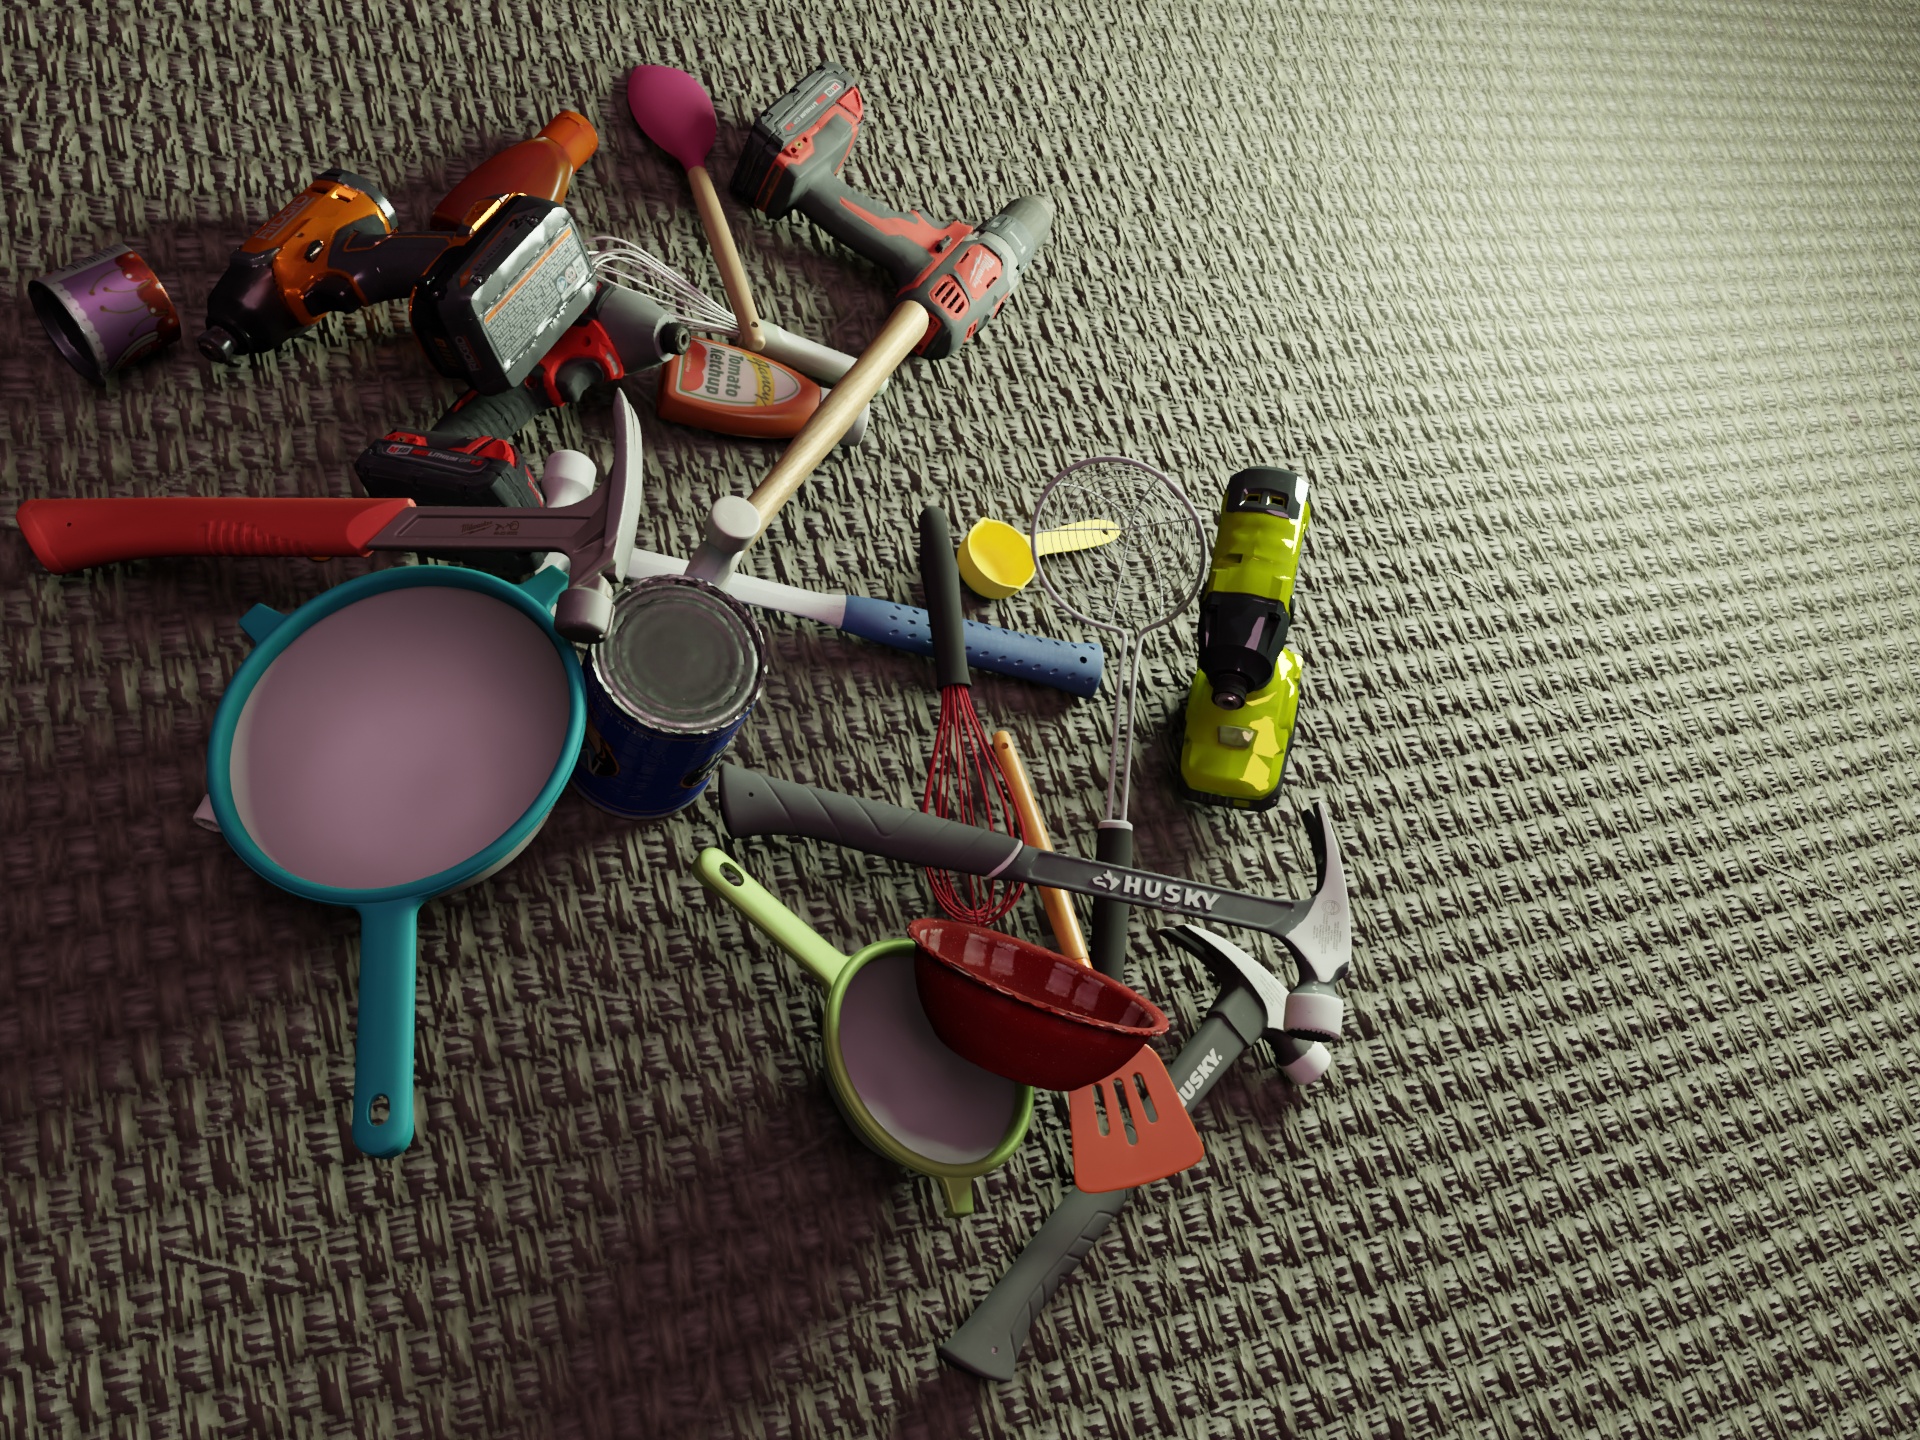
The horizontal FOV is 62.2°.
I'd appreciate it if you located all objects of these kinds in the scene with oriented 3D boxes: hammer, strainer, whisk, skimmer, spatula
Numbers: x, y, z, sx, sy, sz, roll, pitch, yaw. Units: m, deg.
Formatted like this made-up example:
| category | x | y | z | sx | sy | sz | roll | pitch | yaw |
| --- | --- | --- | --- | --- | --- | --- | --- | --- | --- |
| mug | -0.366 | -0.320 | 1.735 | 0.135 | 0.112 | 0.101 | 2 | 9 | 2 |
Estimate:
| category | x | y | z | sx | sy | sz | roll | pitch | yaw |
| --- | --- | --- | --- | --- | --- | --- | --- | --- | --- |
| hammer | 0.101 | 0.274 | 1.002 | 0.335 | 0.035 | 0.146 | -44 | 99 | -30 |
| hammer | 0.049 | 0.085 | 0.989 | 0.409 | 0.036 | 0.149 | 13 | 70 | -5 |
| strainer | -0.072 | 0.177 | 0.952 | 0.256 | 0.069 | 0.151 | 42 | 39 | -6 |
| whisk | -0.002 | -0.003 | 1.058 | 0.073 | 0.073 | 0.296 | -1 | 76 | -23 |
| whisk | -0.166 | -0.288 | 1.162 | 0.246 | 0.059 | 0.058 | 18 | 33 | -18 |
| strainer | -0.302 | 0.079 | 0.888 | 0.211 | 0.095 | 0.341 | -8 | 64 | 0 |
| hammer | -0.093 | -0.071 | 1.094 | 0.405 | 0.035 | 0.144 | 13 | 62 | -17 |
| hammer | -0.363 | -0.119 | 0.915 | 0.359 | 0.036 | 0.149 | 1 | 70 | 6 |
| skimmer | 0.098 | 0.006 | 1.072 | 0.127 | 0.090 | 0.363 | -1 | 75 | 25 |
| hammer | -0.099 | -0.184 | 1.065 | 0.031 | 0.130 | 0.331 | 34 | 49 | -4 |
| spatula | 0.069 | 0.141 | 1.031 | 0.081 | 0.041 | 0.323 | -15 | 55 | -5 |

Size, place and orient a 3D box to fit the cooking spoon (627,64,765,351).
| category | x | y | z | sx | sy | sz | roll | pitch | yaw |
| --- | --- | --- | --- | --- | --- | --- | --- | --- | --- |
| cooking spoon | -0.190 | -0.391 | 1.185 | 0.068 | 0.017 | 0.319 | -4 | 57 | -26 |

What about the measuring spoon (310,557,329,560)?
| category | x | y | z | sx | sy | sz | roll | pitch | yaw |
| --- | --- | --- | --- | --- | --- | --- | --- | --- | --- |
| measuring spoon | -0.448 | -0.118 | 0.984 | 0.117 | 0.011 | 0.021 | 8 | 64 | -18 |

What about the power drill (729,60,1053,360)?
| category | x | y | z | sx | sy | sz | roll | pitch | yaw |
| --- | --- | --- | --- | --- | --- | --- | --- | --- | --- |
| power drill | -0.044 | -0.407 | 1.250 | 0.226 | 0.080 | 0.188 | 40 | 58 | -4 |

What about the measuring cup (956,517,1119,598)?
| category | x | y | z | sx | sy | sz | roll | pitch | yaw |
| --- | --- | --- | --- | --- | --- | --- | --- | --- | --- |
| measuring cup | 0.060 | -0.127 | 1.194 | 0.156 | 0.029 | 0.062 | -17 | 73 | -40 |

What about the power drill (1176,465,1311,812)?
| category | x | y | z | sx | sy | sz | roll | pitch | yaw |
| --- | --- | --- | --- | --- | --- | --- | --- | --- | --- |
| power drill | 0.191 | -0.038 | 1.077 | 0.080 | 0.223 | 0.171 | 9 | 60 | 13 |

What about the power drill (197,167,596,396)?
| category | x | y | z | sx | sy | sz | roll | pitch | yaw |
| --- | --- | --- | --- | --- | --- | --- | --- | --- | --- |
| power drill | -0.365 | -0.272 | 1.006 | 0.226 | 0.084 | 0.164 | 14 | 56 | 23 |

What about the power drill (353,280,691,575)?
| category | x | y | z | sx | sy | sz | roll | pitch | yaw |
| --- | --- | --- | --- | --- | --- | --- | --- | --- | --- |
| power drill | -0.275 | -0.203 | 1.031 | 0.143 | 0.078 | 0.220 | 12 | 56 | 20 |
